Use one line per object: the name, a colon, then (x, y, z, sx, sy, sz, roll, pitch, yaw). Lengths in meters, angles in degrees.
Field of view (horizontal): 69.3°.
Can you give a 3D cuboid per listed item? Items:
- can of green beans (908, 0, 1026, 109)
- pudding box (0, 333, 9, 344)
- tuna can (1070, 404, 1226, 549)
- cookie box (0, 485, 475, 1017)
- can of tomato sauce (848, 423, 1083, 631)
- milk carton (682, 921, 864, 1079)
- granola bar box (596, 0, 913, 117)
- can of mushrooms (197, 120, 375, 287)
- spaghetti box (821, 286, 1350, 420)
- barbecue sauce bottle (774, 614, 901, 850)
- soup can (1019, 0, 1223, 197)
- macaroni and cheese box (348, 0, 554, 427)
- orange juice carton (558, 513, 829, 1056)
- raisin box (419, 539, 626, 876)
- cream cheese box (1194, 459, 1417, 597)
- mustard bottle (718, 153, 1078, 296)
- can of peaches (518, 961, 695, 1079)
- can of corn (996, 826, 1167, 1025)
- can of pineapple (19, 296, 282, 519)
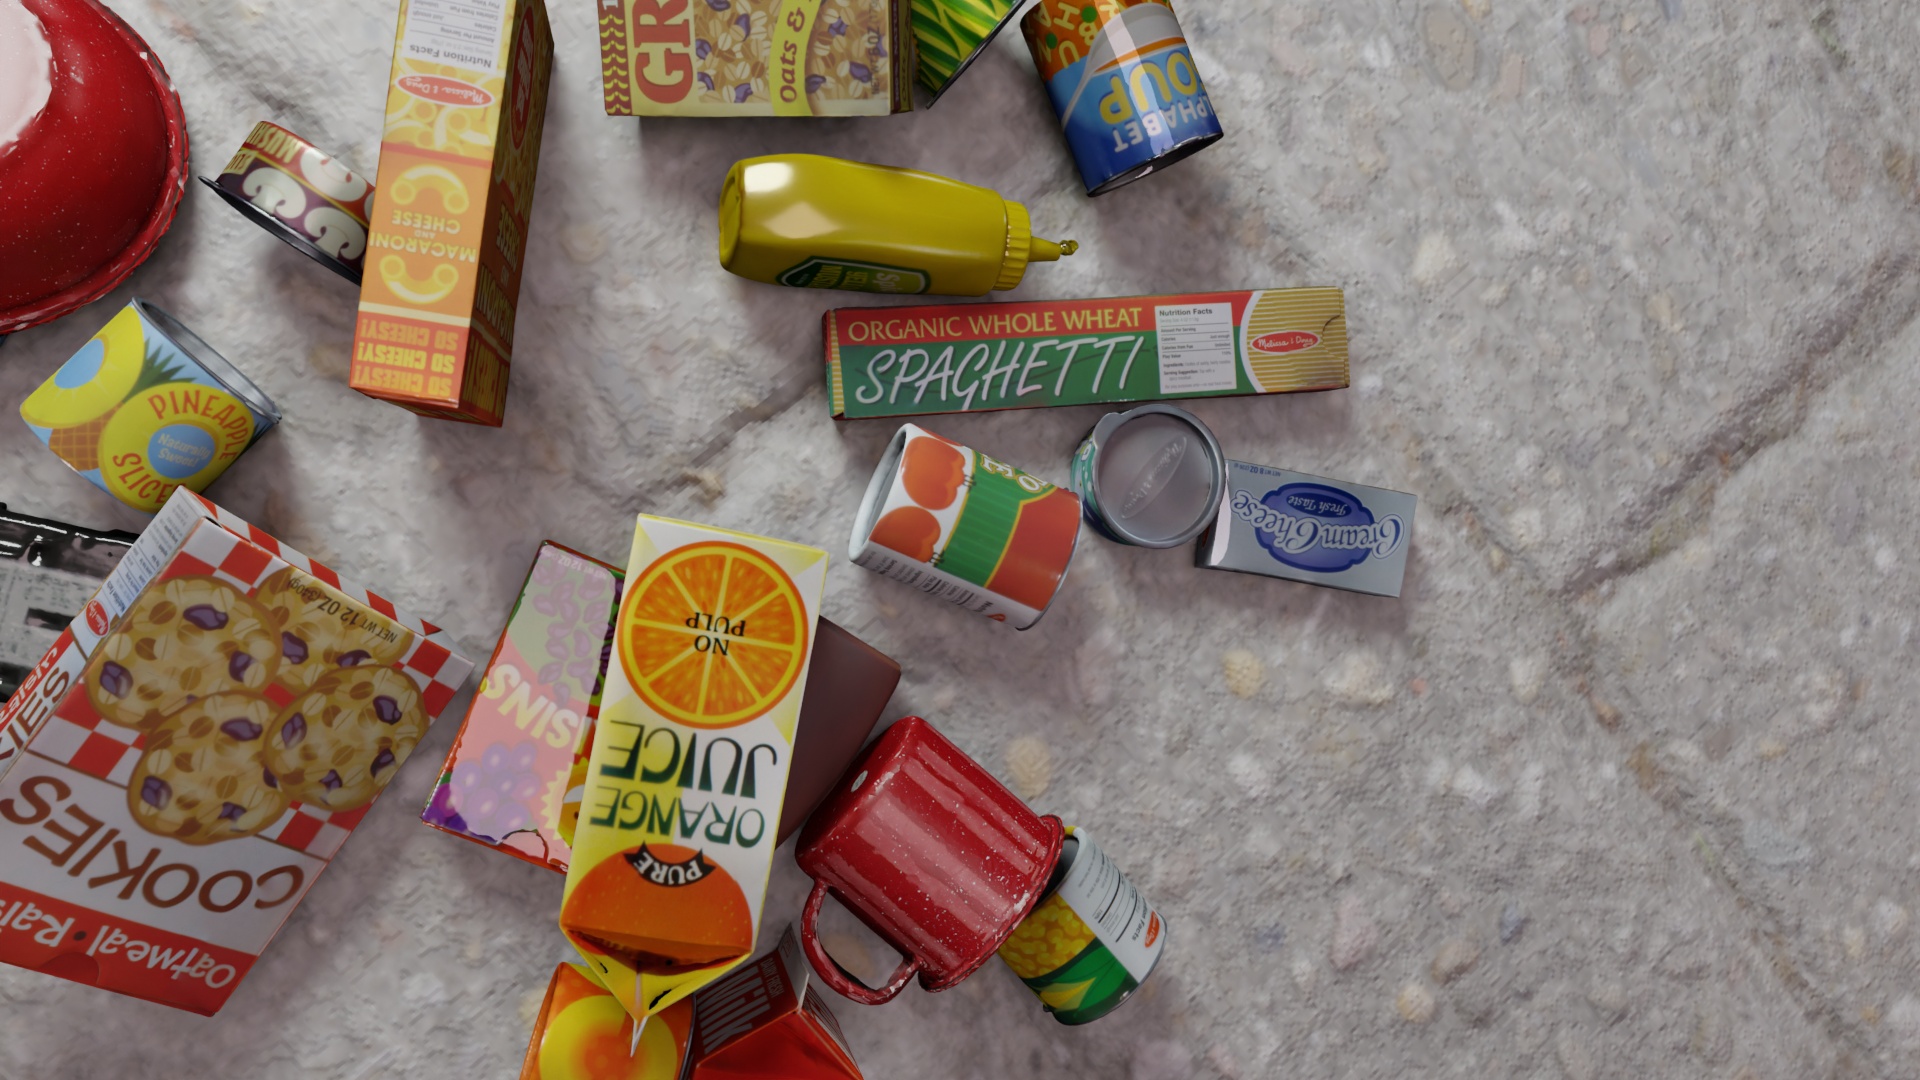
can of green beans: (-0.010, -0.235, 0.601, 0.058, 0.071, 0.071, 42, 81, -11)
pudding box: (-0.396, -0.076, 0.521, 0.049, 0.030, 0.084, 33, 83, -13)
tuna can: (0.085, -0.031, 0.645, 0.071, 0.033, 0.071, 0, 91, -15)
cookie box: (-0.284, 0.083, 0.517, 0.167, 0.040, 0.122, -55, 135, -8)
can of tomato sauce: (0.002, -0.008, 0.607, 0.083, 0.071, 0.071, 22, 86, -13)
milk carton: (-0.091, 0.263, 0.583, 0.073, 0.072, 0.190, 14, 88, -14)
granola bar box: (-0.083, -0.254, 0.551, 0.124, 0.039, 0.165, 3, 107, 11)
can of mushrooms: (-0.252, -0.131, 0.538, 0.071, 0.071, 0.033, 33, 82, -13)
spaghetti box: (0.060, -0.087, 0.640, 0.250, 0.028, 0.050, -5, 92, -15)
barbecue sauce bottle: (-0.088, 0.102, 0.597, 0.065, 0.043, 0.148, 33, 83, -12)
soup can: (0.073, -0.206, 0.620, 0.071, 0.071, 0.083, -25, 97, -13)
macaroni and cheese box: (-0.189, -0.130, 0.526, 0.040, 0.123, 0.166, 8, 89, -12)
orange juice carton: (-0.105, 0.090, 0.534, 0.073, 0.072, 0.192, 11, 87, -10)
raisin box: (-0.158, 0.072, 0.580, 0.086, 0.040, 0.123, 24, 86, -15)
cream cheese box: (0.166, -0.005, 0.671, 0.104, 0.024, 0.053, 9, 90, -14)
mustard bottle: (-0.021, -0.132, 0.601, 0.160, 0.065, 0.049, 2, 85, -18)
can of peaches: (-0.146, 0.210, 0.572, 0.058, 0.071, 0.071, 18, 87, -14)
can of corn: (0.047, 0.173, 0.622, 0.071, 0.071, 0.058, -42, 100, -10)
can of pineapple: (-0.304, -0.048, 0.525, 0.071, 0.071, 0.058, 44, 82, -11)
